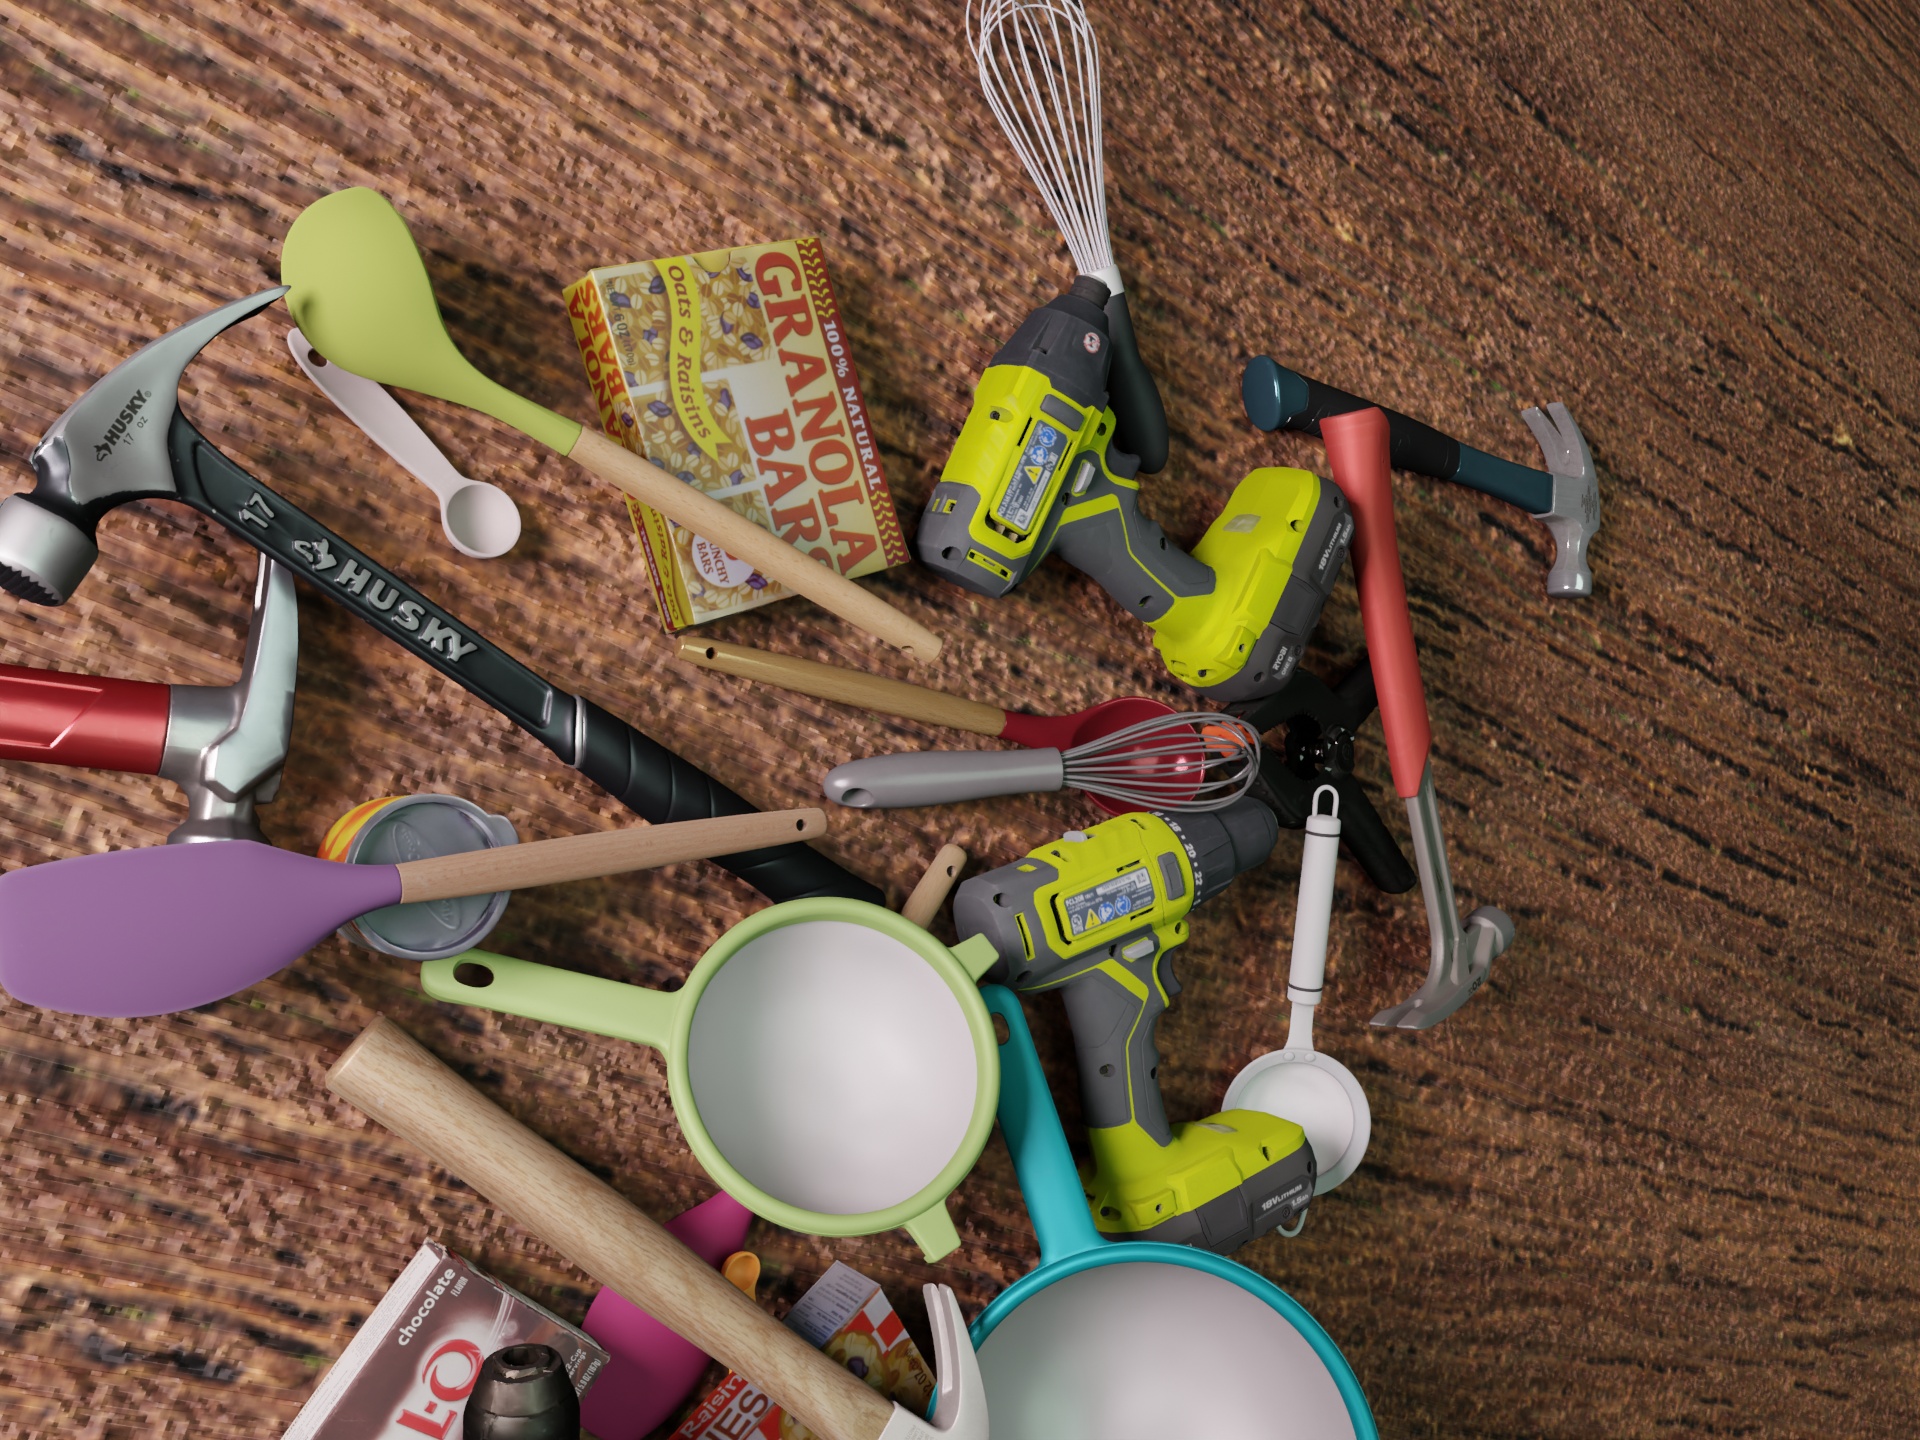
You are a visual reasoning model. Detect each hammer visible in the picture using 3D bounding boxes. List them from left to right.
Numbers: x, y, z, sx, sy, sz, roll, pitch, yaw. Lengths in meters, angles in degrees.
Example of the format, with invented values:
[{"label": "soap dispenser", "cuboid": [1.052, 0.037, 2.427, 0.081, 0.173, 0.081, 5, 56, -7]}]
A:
[{"label": "hammer", "cuboid": [-0.427, -0.031, 0.528, 0.386, 0.038, 0.143, 9, 81, -34]}, {"label": "hammer", "cuboid": [-0.178, -0.011, 0.674, 0.408, 0.036, 0.149, 39, 60, -33]}, {"label": "hammer", "cuboid": [-0.122, 0.236, 0.674, 0.331, 0.031, 0.130, 41, 61, -10]}, {"label": "hammer", "cuboid": [0.259, -0.004, 0.946, 0.149, 0.037, 0.359, -21, 102, -46]}, {"label": "hammer", "cuboid": [0.312, -0.174, 1.046, 0.330, 0.033, 0.128, 11, 81, -33]}]

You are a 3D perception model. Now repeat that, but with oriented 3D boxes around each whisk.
[{"label": "whisk", "cuboid": [0.047, 0.027, 0.817, 0.239, 0.055, 0.055, -3, 89, -16]}, {"label": "whisk", "cuboid": [0.070, -0.273, 0.876, 0.070, 0.070, 0.284, -28, 107, -32]}]

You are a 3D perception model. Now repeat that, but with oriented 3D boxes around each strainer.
[{"label": "strainer", "cuboid": [-0.112, 0.148, 0.712, 0.256, 0.069, 0.152, 15, 59, -11]}, {"label": "strainer", "cuboid": [0.069, 0.293, 0.771, 0.211, 0.095, 0.340, -20, 77, 2]}, {"label": "strainer", "cuboid": [0.199, 0.165, 0.918, 0.087, 0.050, 0.258, 5, 96, 0]}]

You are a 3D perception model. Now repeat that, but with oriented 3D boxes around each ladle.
[{"label": "ladle", "cuboid": [-0.138, -0.115, 0.684, 0.320, 0.078, 0.062, 30, 56, -21]}, {"label": "ladle", "cuboid": [-0.001, -0.003, 0.824, 0.315, 0.031, 0.069, 14, 83, -31]}]

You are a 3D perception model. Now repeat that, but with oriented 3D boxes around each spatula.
[{"label": "spatula", "cuboid": [-0.193, 0.062, 0.621, 0.315, 0.018, 0.060, -7, 91, -33]}]

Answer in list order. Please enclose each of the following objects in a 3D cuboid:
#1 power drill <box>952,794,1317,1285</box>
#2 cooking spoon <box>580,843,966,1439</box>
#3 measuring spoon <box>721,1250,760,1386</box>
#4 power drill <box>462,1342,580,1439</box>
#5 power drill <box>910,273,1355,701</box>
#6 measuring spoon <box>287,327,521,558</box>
[{"label": "power drill", "cuboid": [0.111, 0.160, 0.852, 0.190, 0.080, 0.228, -18, 96, -27]}, {"label": "cooking spoon", "cuboid": [-0.081, 0.191, 0.760, 0.068, 0.017, 0.319, 43, 66, -25]}, {"label": "measuring spoon", "cuboid": [-0.101, 0.298, 0.736, 0.021, 0.011, 0.117, -12, 106, -41]}, {"label": "power drill", "cuboid": [-0.240, 0.334, 0.574, 0.226, 0.080, 0.188, -1, 98, -27]}, {"label": "power drill", "cuboid": [0.100, -0.118, 0.856, 0.223, 0.080, 0.171, 26, 87, -29]}, {"label": "measuring spoon", "cuboid": [-0.240, -0.117, 0.679, 0.124, 0.018, 0.034, 47, 53, -15]}]
